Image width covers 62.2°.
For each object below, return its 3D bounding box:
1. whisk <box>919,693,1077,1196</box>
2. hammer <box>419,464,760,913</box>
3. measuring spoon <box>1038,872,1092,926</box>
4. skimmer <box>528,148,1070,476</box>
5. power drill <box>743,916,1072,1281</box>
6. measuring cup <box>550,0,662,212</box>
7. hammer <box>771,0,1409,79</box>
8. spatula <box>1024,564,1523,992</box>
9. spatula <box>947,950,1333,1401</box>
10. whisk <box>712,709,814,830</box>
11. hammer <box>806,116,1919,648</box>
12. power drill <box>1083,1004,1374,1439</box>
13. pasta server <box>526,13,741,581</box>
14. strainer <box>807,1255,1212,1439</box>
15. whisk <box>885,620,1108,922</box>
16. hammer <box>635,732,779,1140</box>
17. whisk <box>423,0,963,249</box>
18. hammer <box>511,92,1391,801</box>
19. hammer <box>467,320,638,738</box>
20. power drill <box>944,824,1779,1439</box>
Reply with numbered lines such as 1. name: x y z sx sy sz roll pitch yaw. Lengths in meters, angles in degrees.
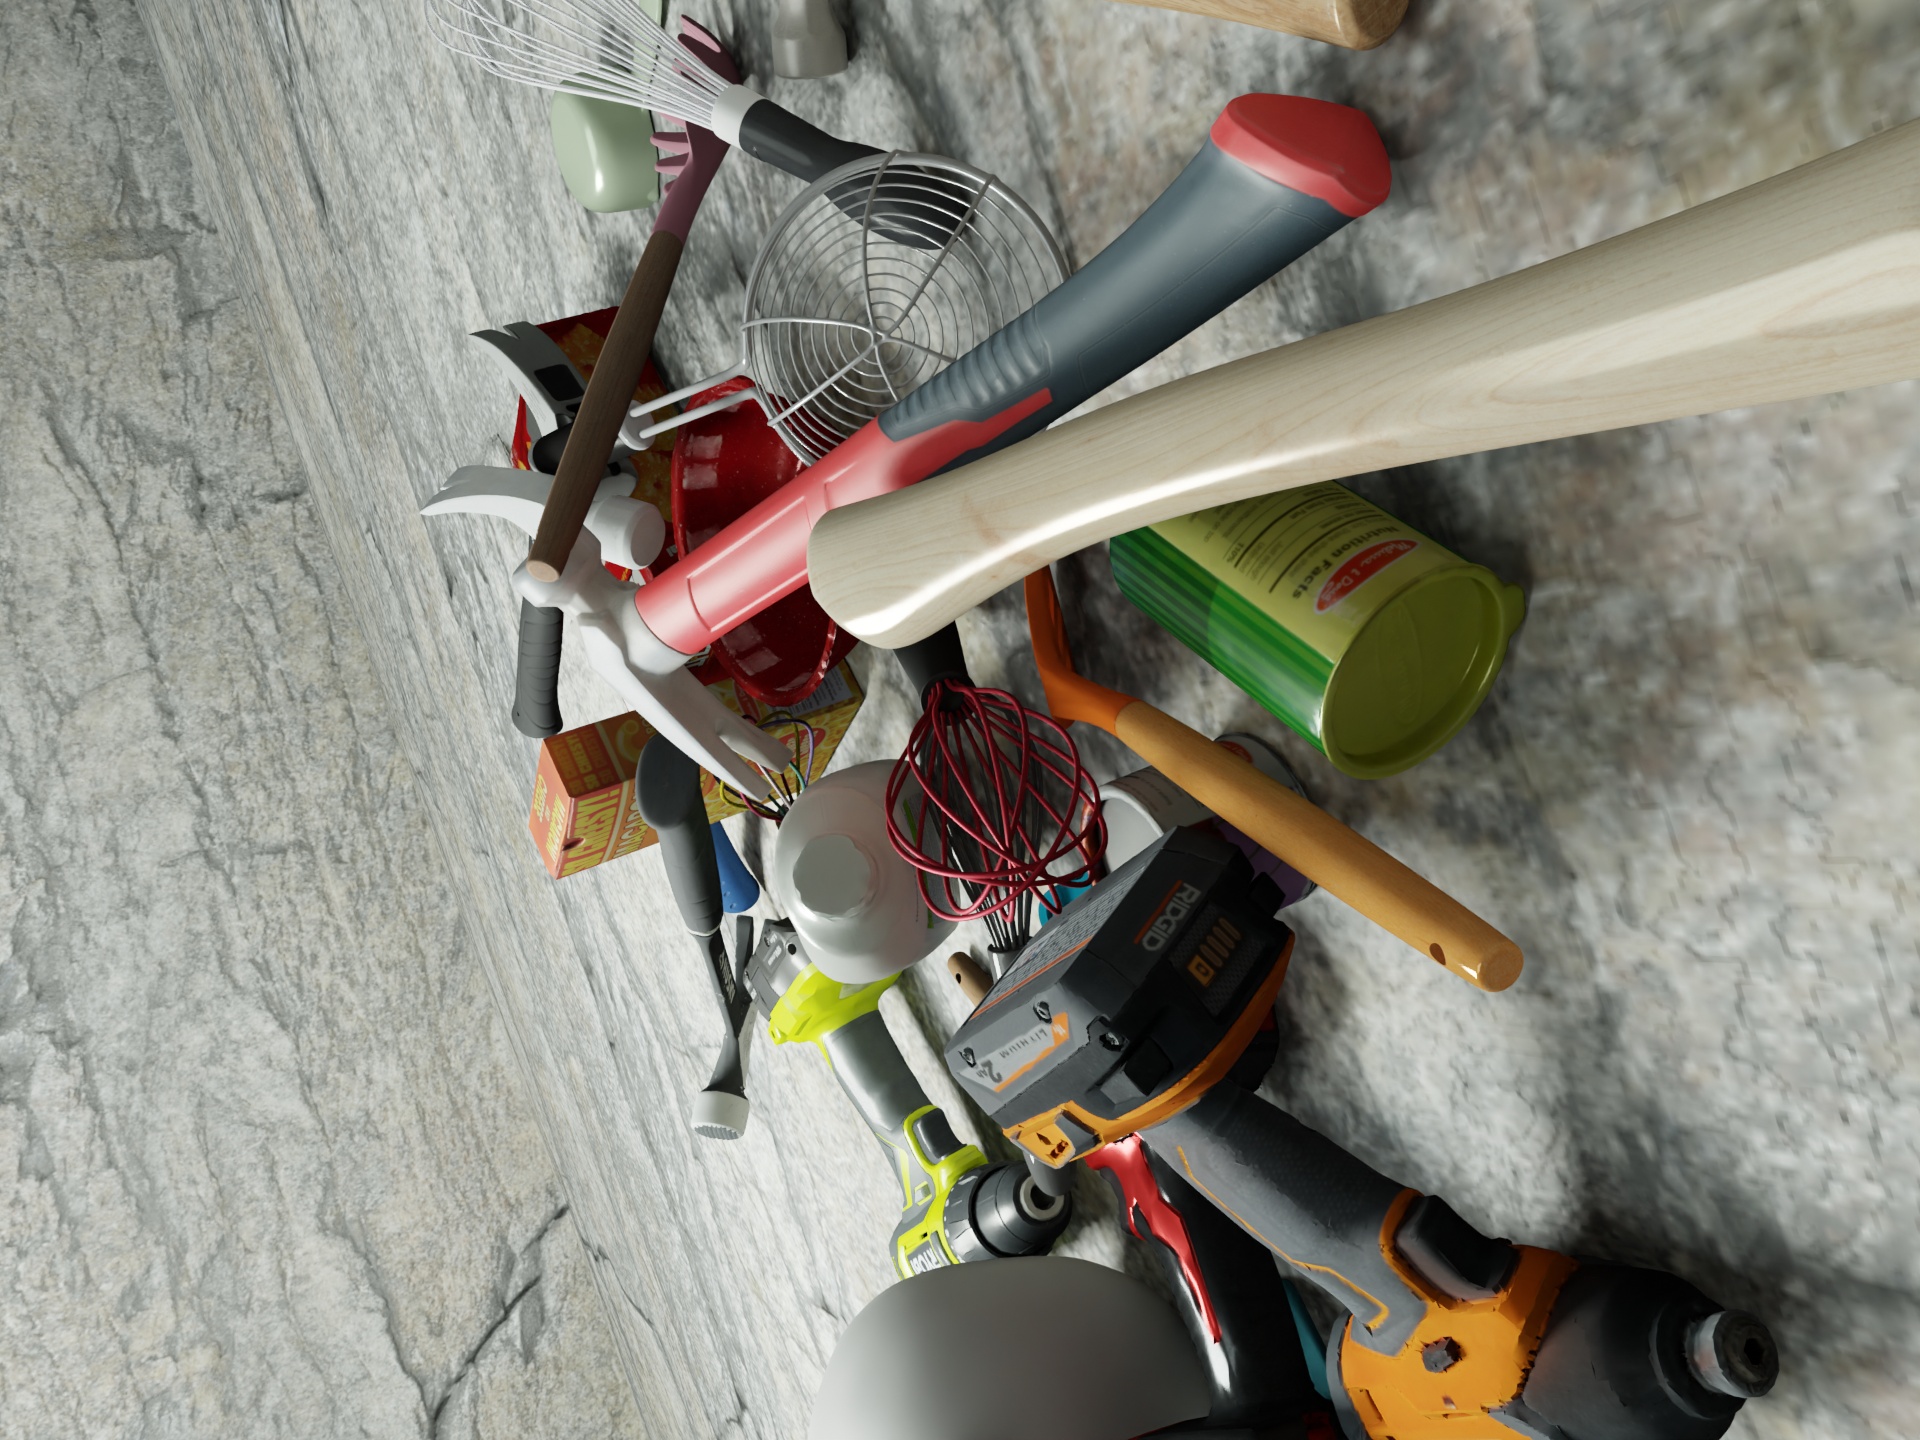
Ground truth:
1. whisk: 0.023 0.101 0.712 0.055 0.055 0.239 6 109 62
2. hammer: -0.193 -0.001 0.959 0.144 0.035 0.405 18 149 21
3. measuring spoon: 0.059 0.076 0.689 0.128 0.021 0.042 132 127 -71
4. skimmer: -0.094 -0.144 0.697 0.363 0.090 0.127 1 111 57
5. power drill: -0.026 0.206 0.875 0.229 0.080 0.190 59 152 16
6. measuring cup: -0.185 -0.333 0.838 0.083 0.038 0.167 65 156 10
7. hammer: 0.016 -0.258 0.512 0.332 0.031 0.130 38 141 47
8. spatula: 0.073 0.004 0.498 0.323 0.041 0.081 -139 29 -63
9. spatula: 0.070 0.206 0.722 0.318 0.044 0.082 44 131 44
10. whisk: -0.097 0.048 0.857 0.244 0.051 0.047 81 -162 -70
11. hammer: 0.086 -0.084 0.383 0.411 0.038 0.146 -8 95 50
12. power drill: 0.082 0.209 0.611 0.143 0.078 0.220 -43 52 52
13. pasta server: -0.139 -0.187 0.674 0.060 0.040 0.316 127 157 -53
14. strainer: 0.000 0.315 0.791 0.340 0.211 0.095 147 125 -61
15. whisk: -0.001 -0.002 0.612 0.296 0.073 0.073 -112 12 -67
16. hammer: -0.143 0.116 0.916 0.408 0.036 0.149 95 -176 -60
17. whisk: -0.114 -0.261 0.657 0.285 0.070 0.070 33 141 17
18. hammer: -0.011 -0.078 0.553 0.143 0.038 0.386 46 136 -19
19. hammer: -0.261 -0.096 0.992 0.146 0.035 0.334 55 149 21
20. power drill: 0.118 0.140 0.480 0.226 0.084 0.164 43 148 1
